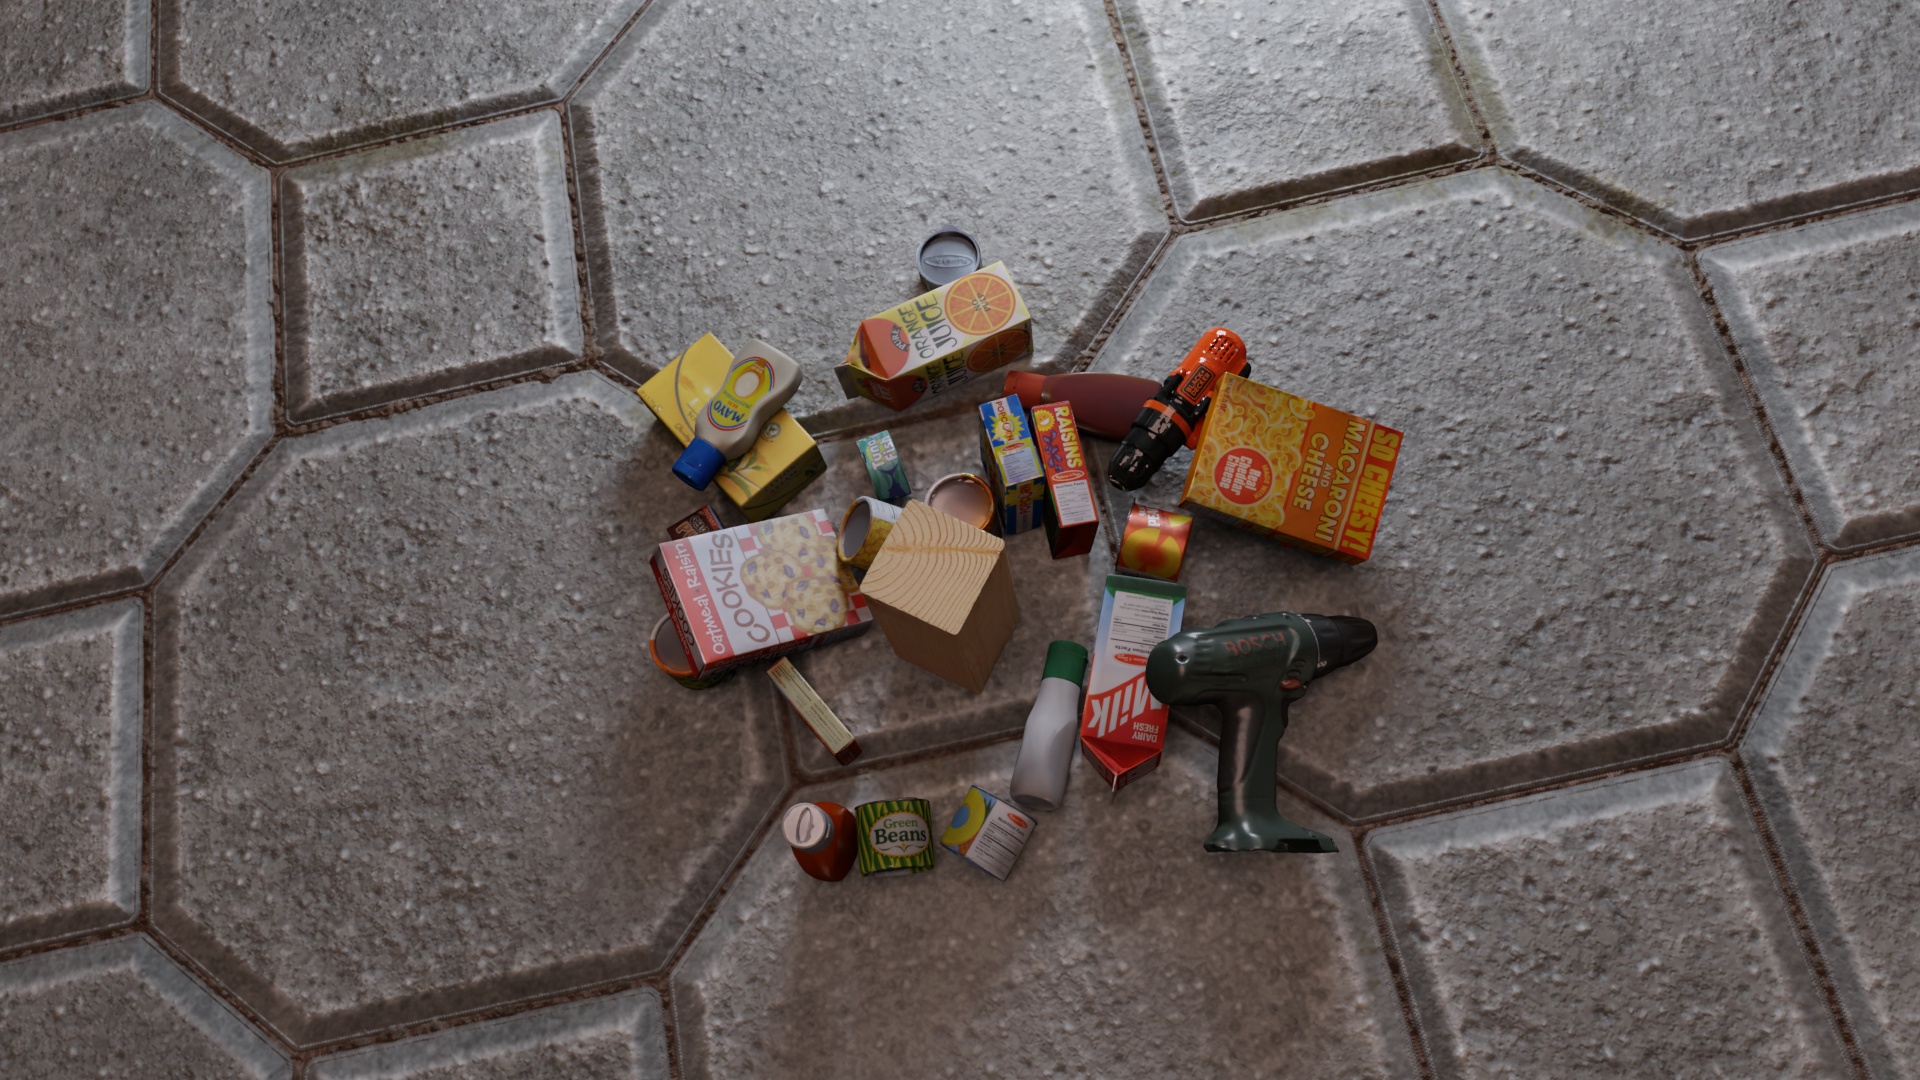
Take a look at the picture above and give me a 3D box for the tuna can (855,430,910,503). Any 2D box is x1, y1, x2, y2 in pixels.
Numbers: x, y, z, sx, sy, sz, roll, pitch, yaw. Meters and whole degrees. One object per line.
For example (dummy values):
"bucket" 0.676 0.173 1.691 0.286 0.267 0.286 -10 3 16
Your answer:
"tuna can" -0.073 -0.070 1.318 0.033 0.071 0.071 -21 70 -3

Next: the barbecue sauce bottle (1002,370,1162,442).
"barbecue sauce bottle" 0.116 -0.134 1.336 0.148 0.043 0.065 11 74 10

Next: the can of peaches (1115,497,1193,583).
"can of peaches" 0.178 0.002 1.267 0.058 0.071 0.071 15 73 10

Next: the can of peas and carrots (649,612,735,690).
"can of peas and carrots" -0.245 0.101 1.280 0.071 0.058 0.071 -2 71 6

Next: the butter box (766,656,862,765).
"butter box" -0.132 0.155 1.252 0.024 0.053 0.103 -40 72 -11

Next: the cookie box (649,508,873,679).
"cookie box" -0.181 0.047 1.265 0.168 0.040 0.123 -14 67 -30

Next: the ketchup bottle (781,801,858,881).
"ketchup bottle" -0.117 0.248 1.166 0.043 0.148 0.065 9 72 7

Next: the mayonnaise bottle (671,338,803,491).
"mayonnaise bottle" -0.211 -0.114 1.290 0.065 0.041 0.148 30 75 12

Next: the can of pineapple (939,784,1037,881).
"can of pineapple" 0.023 0.252 1.196 0.071 0.071 0.058 28 76 14

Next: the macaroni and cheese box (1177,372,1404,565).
"macaroni and cheese box" 0.291 -0.063 1.225 0.166 0.040 0.124 19 81 0

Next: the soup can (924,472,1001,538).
"soup can" 0.005 -0.016 1.283 0.071 0.083 0.071 -2 71 5

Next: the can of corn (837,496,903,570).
"can of corn" -0.075 0.000 1.284 0.058 0.071 0.071 19 69 -29

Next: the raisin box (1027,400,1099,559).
"raisin box" 0.092 -0.055 1.287 0.040 0.086 0.124 -10 70 -4

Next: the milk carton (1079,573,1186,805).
"milk carton" 0.149 0.134 1.222 0.073 0.072 0.191 9 70 9

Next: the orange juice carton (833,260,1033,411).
"orange juice carton" -0.029 -0.191 1.356 0.193 0.071 0.073 -24 69 -3

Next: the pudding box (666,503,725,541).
"pudding box" -0.238 0.014 1.326 0.050 0.030 0.084 -30 70 -6

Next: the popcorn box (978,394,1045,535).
"popcorn box" 0.047 -0.067 1.275 0.038 0.126 0.085 -15 70 -4

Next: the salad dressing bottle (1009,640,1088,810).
"salad dressing bottle" 0.081 0.162 1.227 0.044 0.064 0.148 3 61 24

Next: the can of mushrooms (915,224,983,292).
"can of mushrooms" -0.010 -0.281 1.407 0.071 0.033 0.071 -2 70 6

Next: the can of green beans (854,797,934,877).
"can of green beans" -0.057 0.257 1.200 0.071 0.071 0.058 -7 70 3
